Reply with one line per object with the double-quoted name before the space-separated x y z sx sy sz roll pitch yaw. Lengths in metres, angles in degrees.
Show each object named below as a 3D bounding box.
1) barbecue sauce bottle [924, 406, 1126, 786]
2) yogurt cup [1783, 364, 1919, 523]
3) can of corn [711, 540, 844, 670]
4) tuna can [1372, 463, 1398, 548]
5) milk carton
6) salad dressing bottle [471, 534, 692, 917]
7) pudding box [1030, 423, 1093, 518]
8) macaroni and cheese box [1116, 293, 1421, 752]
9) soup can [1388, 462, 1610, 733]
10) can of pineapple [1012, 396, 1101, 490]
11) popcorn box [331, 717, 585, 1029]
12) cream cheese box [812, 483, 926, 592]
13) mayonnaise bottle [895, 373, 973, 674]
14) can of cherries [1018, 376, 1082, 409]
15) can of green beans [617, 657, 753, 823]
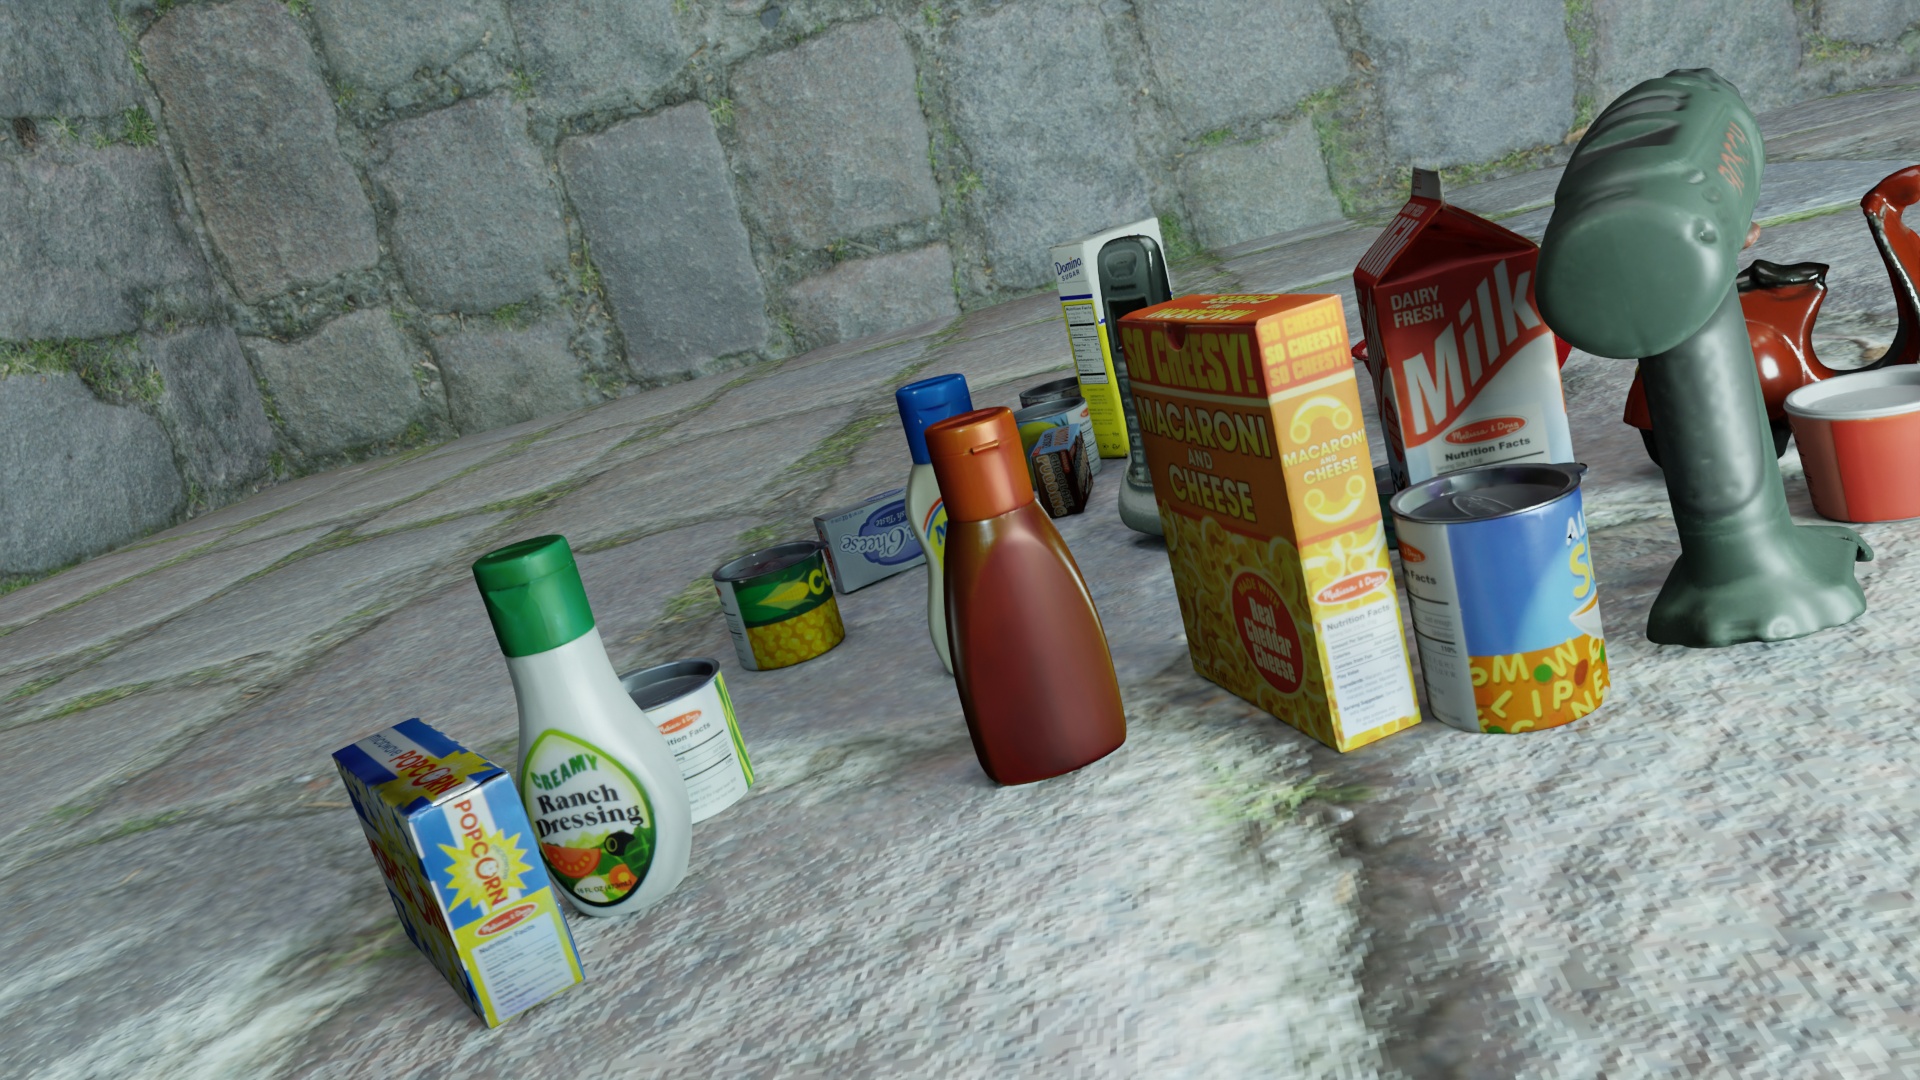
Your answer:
"barbecue sauce bottle" 0.021 0.021 0.563 0.065 0.148 0.044 -18 13 -11
"yogurt cup" 0.402 -0.041 0.607 0.072 0.053 0.072 -14 13 4
"can of corn" -0.105 0.037 0.823 0.071 0.058 0.071 -14 13 4
"tuna can" 0.245 -0.021 0.737 0.071 0.032 0.071 -14 14 4
"milk carton" 0.232 -0.077 0.644 0.073 0.190 0.072 -13 13 11
"salad dressing bottle" -0.150 0.072 0.544 0.064 0.147 0.044 -12 13 13
"pudding box" 0.074 -0.051 1.004 0.030 0.049 0.084 -12 14 14
"macaroni and cheese box" 0.119 -0.013 0.558 0.040 0.166 0.124 -18 14 -14
"soup can" 0.203 0.020 0.514 0.071 0.083 0.071 -14 13 4
"can of pineapple" 0.071 -0.076 1.087 0.071 0.057 0.071 -14 13 4
"popcorn box" -0.194 0.121 0.528 0.038 0.085 0.126 -23 16 -32
"cream cheese box" -0.044 -0.006 0.943 0.104 0.053 0.024 -21 15 -25
"mayonnaise bottle" 0.003 -0.009 0.704 0.065 0.147 0.041 -14 13 3
"can of cherries" 0.087 -0.103 1.179 0.071 0.058 0.071 -14 13 4
"can of green beans" -0.133 0.093 0.634 0.071 0.057 0.071 -14 13 4
